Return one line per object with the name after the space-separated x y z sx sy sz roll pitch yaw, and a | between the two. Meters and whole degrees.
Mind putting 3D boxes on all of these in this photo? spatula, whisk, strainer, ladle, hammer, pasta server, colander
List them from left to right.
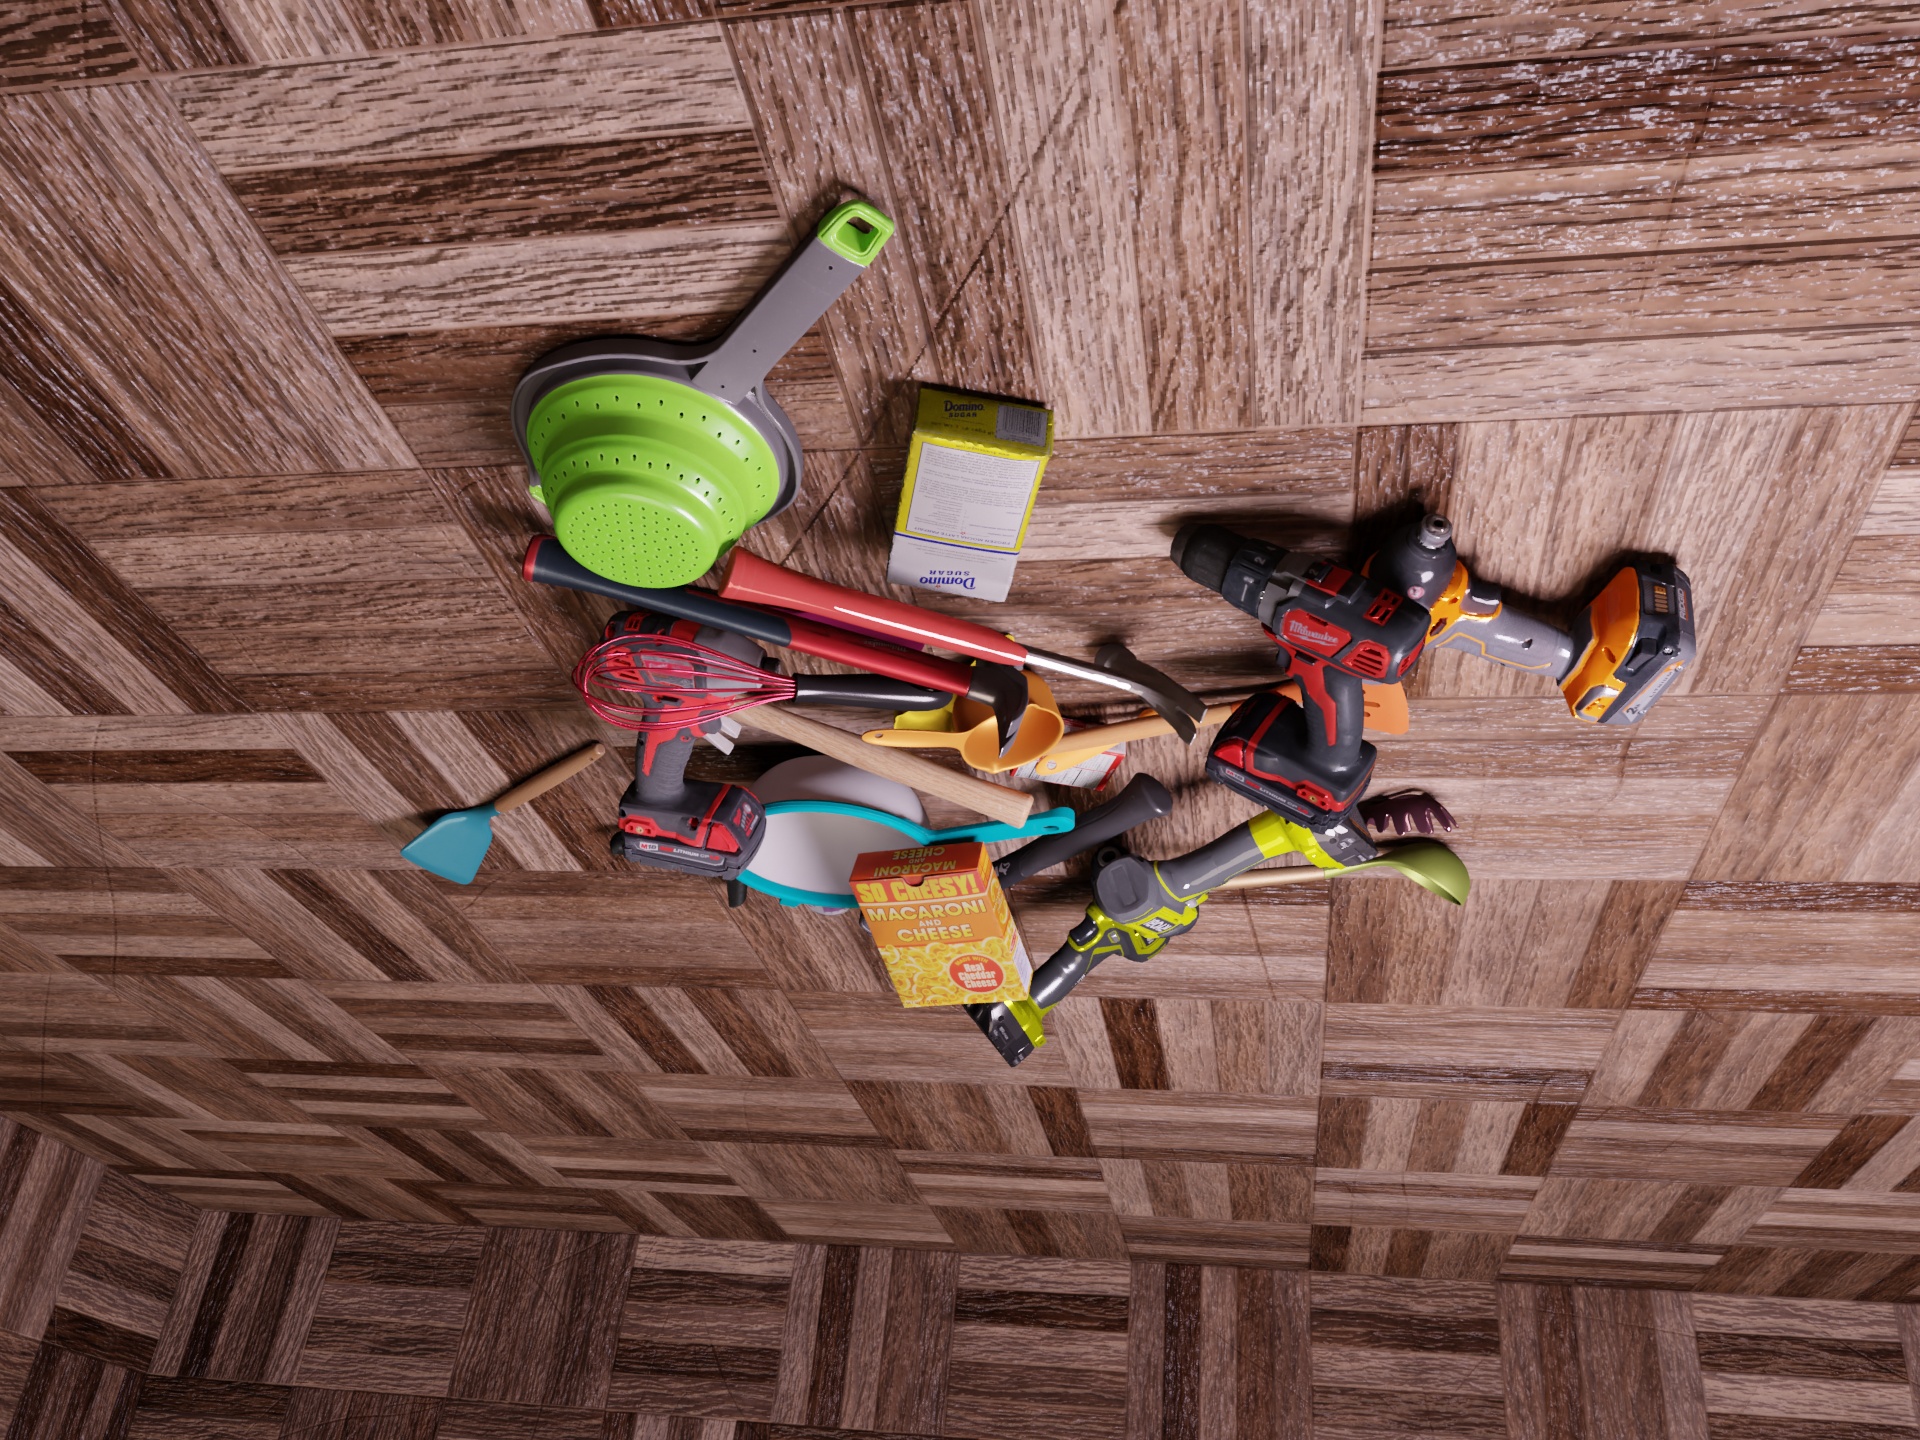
-0.446 0.088 1.583 0.082 0.044 0.317 33 139 -31 | spatula
-0.167 -0.187 1.030 0.204 0.095 0.397 24 145 -27 | colander
-0.145 -0.025 1.211 0.295 0.073 0.073 2 152 -20 | whisk
-0.137 -0.063 1.187 0.386 0.143 0.038 15 115 -7 | hammer
-0.098 0.023 1.357 0.331 0.031 0.130 20 151 5 | hammer
-0.059 0.081 1.456 0.340 0.095 0.210 -10 147 19 | strainer
0.001 -0.058 1.149 0.358 0.149 0.036 14 105 -24 | hammer
0.070 0.130 1.461 0.035 0.146 0.334 12 150 -36 | hammer
0.200 0.003 1.310 0.322 0.041 0.080 -11 140 14 | spatula
0.316 0.118 1.502 0.316 0.040 0.060 -20 165 39 | pasta server
0.319 0.158 1.509 0.320 0.062 0.078 -6 173 5 | ladle

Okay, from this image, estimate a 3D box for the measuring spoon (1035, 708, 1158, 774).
0.118 0.021 1.355 0.117 0.011 0.021 -24 108 4 | measuring spoon

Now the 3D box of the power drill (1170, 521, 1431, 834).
0.233 -0.037 1.162 0.188 0.080 0.226 29 148 23 | power drill

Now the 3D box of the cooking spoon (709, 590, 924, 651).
-0.184 -0.092 1.264 0.319 0.017 0.068 10 146 -7 | cooking spoon

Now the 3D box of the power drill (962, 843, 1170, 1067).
0.104 0.228 1.591 0.228 0.080 0.190 -38 145 -8 | power drill

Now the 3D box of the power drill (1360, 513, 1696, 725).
0.393 -0.076 1.129 0.226 0.084 0.164 10 149 2 | power drill

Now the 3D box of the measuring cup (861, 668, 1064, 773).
-0.002 -0.004 1.297 0.173 0.052 0.095 1 143 -22 | measuring cup

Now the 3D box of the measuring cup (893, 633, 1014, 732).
-0.003 -0.033 1.331 0.062 0.029 0.156 17 136 -30 | measuring cup

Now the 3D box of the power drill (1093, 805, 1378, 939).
0.246 0.126 1.412 0.223 0.080 0.171 -28 155 17 | power drill

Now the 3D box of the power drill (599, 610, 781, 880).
-0.216 0.017 1.302 0.143 0.079 0.219 9 123 8 | power drill
